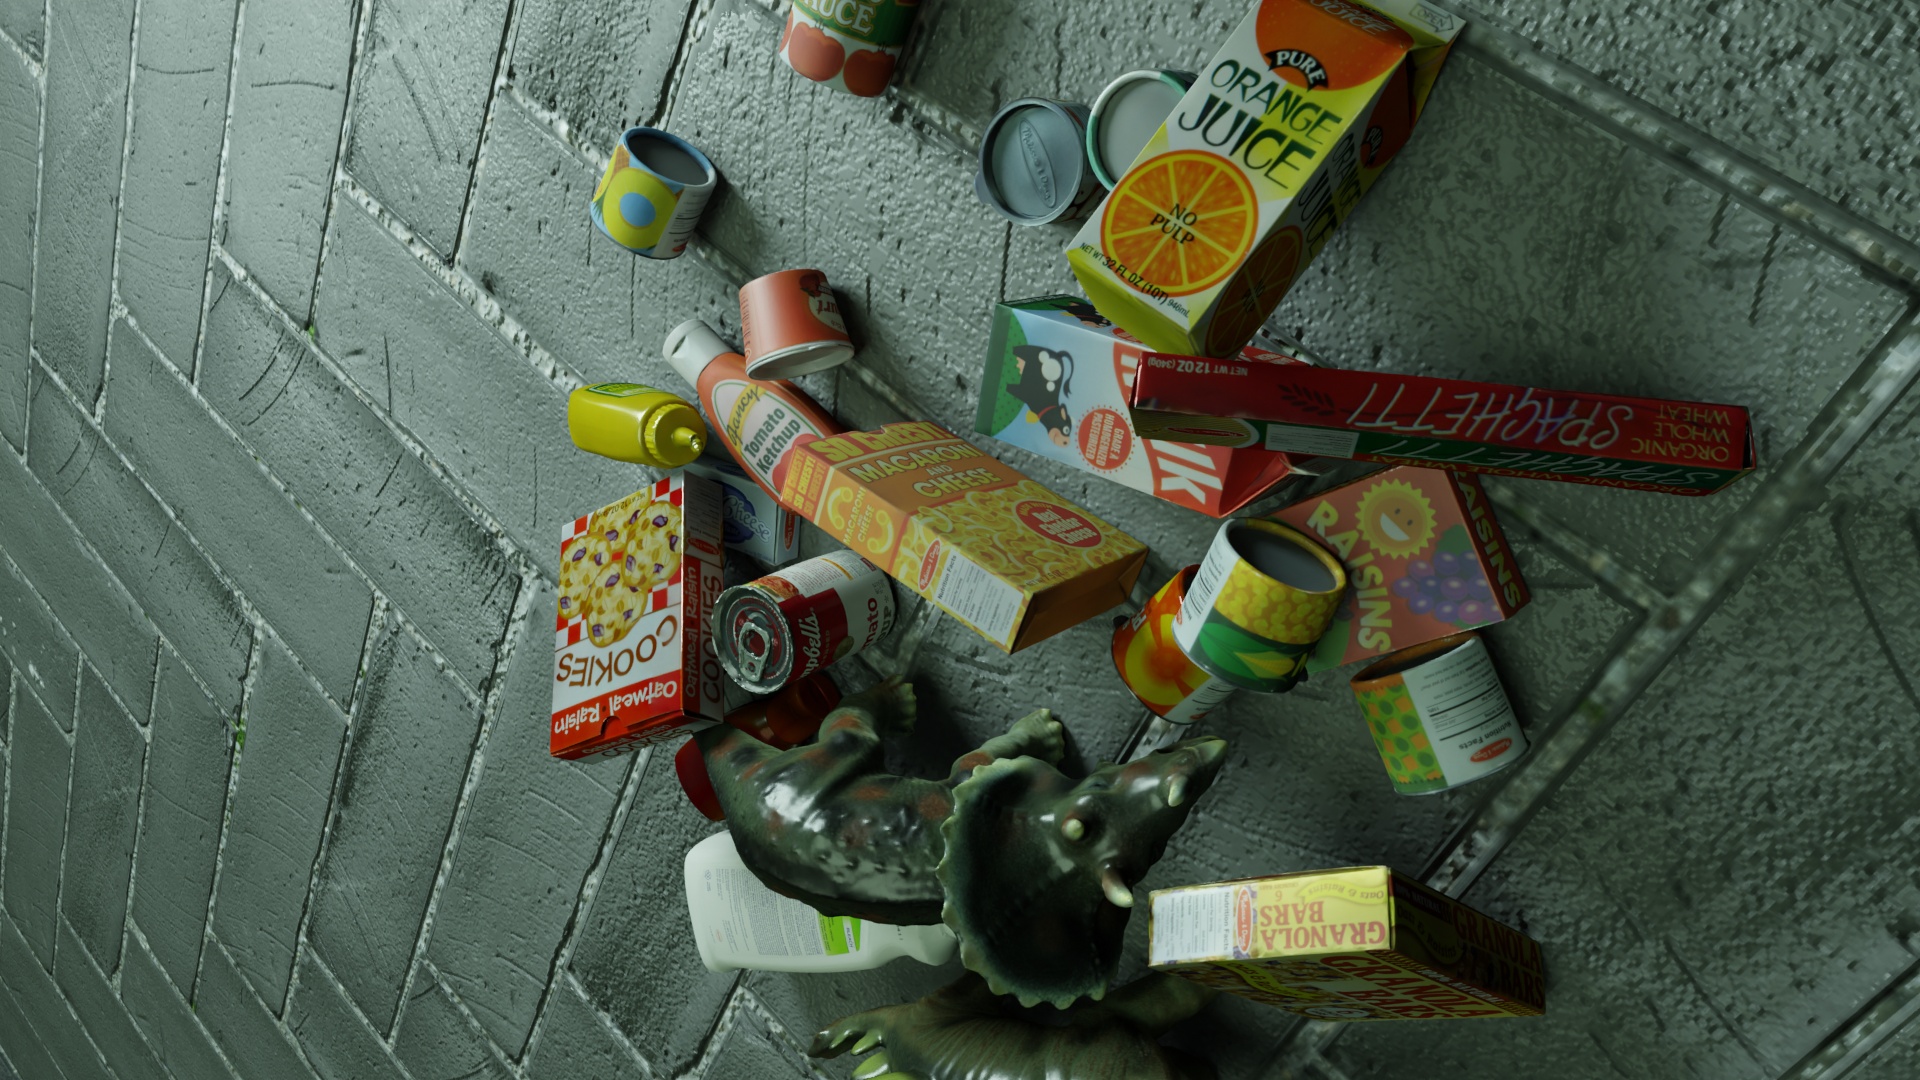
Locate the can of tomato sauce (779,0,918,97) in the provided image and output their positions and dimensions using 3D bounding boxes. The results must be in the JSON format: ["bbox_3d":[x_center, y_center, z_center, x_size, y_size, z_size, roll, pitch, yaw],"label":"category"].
[{"bbox_3d":[-0.059,-0.298,0.769,0.071,0.071,0.082,38,123,23],"label":"can of tomato sauce"}]

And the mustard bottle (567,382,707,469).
[{"bbox_3d":[-0.208,-0.076,0.928,0.160,0.065,0.048,16,111,50],"label":"mustard bottle"}]

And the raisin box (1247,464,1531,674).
[{"bbox_3d":[0.200,0.013,0.682,0.123,0.040,0.086,-24,87,40],"label":"raisin box"}]

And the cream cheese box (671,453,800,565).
[{"bbox_3d":[-0.155,-0.023,0.947,0.104,0.024,0.053,18,111,32],"label":"cream cheese box"}]

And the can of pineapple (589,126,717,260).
[{"bbox_3d":[-0.200,-0.225,0.897,0.071,0.071,0.057,47,125,17],"label":"can of pineapple"}]

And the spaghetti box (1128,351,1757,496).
[{"bbox_3d":[0.200,-0.050,0.598,0.250,0.050,0.029,7,80,12],"label":"spaghetti box"}]

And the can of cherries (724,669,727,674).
[{"bbox_3d":[-0.198,0.070,0.979,0.071,0.072,0.058,4,105,36],"label":"can of cherries"}]

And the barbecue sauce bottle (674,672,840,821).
[{"bbox_3d":[-0.141,0.141,0.971,0.148,0.044,0.065,-39,80,37],"label":"barbecue sauce bottle"}]

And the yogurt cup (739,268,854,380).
[{"bbox_3d":[-0.104,-0.133,0.855,0.072,0.072,0.054,-17,84,39],"label":"yogurt cup"}]

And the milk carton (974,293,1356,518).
[{"bbox_3d":[0.107,-0.067,0.708,0.191,0.072,0.073,22,114,30],"label":"milk carton"}]

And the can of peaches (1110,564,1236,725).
[{"bbox_3d":[0.121,0.053,0.734,0.071,0.071,0.057,52,127,13],"label":"can of peaches"}]

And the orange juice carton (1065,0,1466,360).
[{"bbox_3d":[0.139,-0.173,0.626,0.072,0.073,0.192,38,91,23],"label":"orange juice carton"}]

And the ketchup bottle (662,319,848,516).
[{"bbox_3d":[-0.134,-0.085,0.900,0.149,0.043,0.064,44,106,20],"label":"ketchup bottle"}]

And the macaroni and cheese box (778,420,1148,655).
[{"bbox_3d":[0.003,-0.010,0.769,0.167,0.124,0.040,32,117,26],"label":"macaroni and cheese box"}]

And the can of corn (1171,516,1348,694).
[{"bbox_3d":[0.145,0.031,0.662,0.071,0.071,0.058,35,121,24],"label":"can of corn"}]

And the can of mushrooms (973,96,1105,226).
[{"bbox_3d":[0.043,-0.202,0.743,0.071,0.033,0.070,11,110,34],"label":"can of mushrooms"}]

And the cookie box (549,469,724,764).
[{"bbox_3d":[-0.212,0.052,0.911,0.122,0.040,0.168,-21,61,31],"label":"cookie box"}]

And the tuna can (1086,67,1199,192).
[{"bbox_3d":[0.100,-0.201,0.701,0.071,0.033,0.071,11,109,35],"label":"tuna can"}]

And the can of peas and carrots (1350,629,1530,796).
[{"bbox_3d":[0.227,0.082,0.665,0.070,0.071,0.058,-25,87,39],"label":"can of peas and carrots"}]

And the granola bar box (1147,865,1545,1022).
[{"bbox_3d":[0.188,0.198,0.670,0.124,0.165,0.039,-18,55,38],"label":"granola bar box"}]
